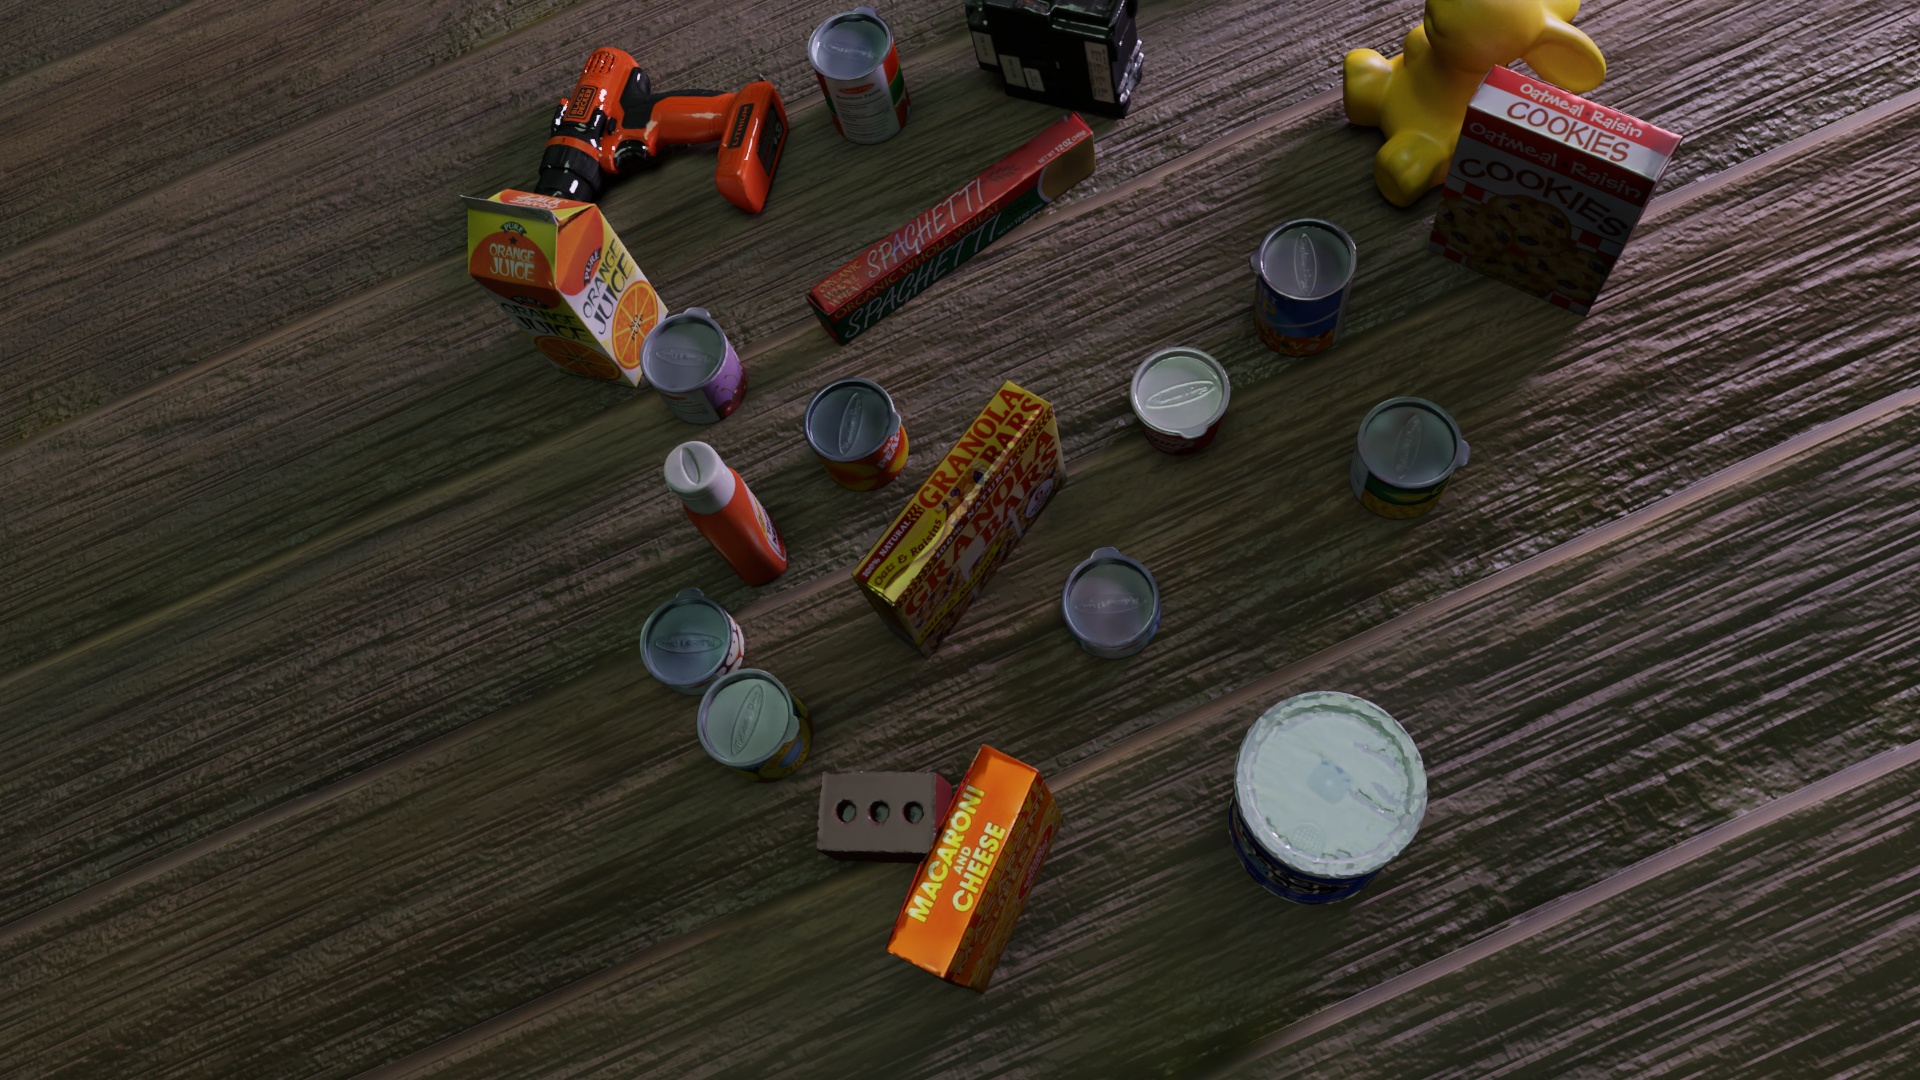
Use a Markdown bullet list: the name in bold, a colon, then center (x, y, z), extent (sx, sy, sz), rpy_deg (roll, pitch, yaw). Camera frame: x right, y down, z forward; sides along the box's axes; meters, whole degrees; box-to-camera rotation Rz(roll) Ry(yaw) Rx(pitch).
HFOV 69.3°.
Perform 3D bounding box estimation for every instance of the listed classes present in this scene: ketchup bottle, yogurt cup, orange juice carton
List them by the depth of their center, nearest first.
- **ketchup bottle**: center (-0.160, -0.020, 0.944), extent (0.043, 0.148, 0.065), rpy_deg (-26, 67, -1)
- **yogurt cup**: center (0.154, -0.094, 0.974), extent (0.072, 0.053, 0.072), rpy_deg (-3, 69, 8)
- **orange juice carton**: center (-0.288, -0.190, 1.008), extent (0.072, 0.192, 0.073), rpy_deg (13, 72, 14)

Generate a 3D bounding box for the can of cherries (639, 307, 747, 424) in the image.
- **can of cherries**: center (-0.198, -0.130, 1.042), extent (0.071, 0.058, 0.072), rpy_deg (-3, 69, 8)

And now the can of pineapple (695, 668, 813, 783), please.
- **can of pineapple**: center (-0.136, 0.126, 0.932), extent (0.071, 0.057, 0.071), rpy_deg (-3, 69, 8)

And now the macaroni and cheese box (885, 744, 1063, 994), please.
- **macaroni and cheese box**: center (0.012, 0.199, 0.821), extent (0.040, 0.166, 0.124), rpy_deg (22, 74, 16)

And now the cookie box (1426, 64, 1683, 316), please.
- **cookie box**: center (0.389, -0.230, 0.928), extent (0.123, 0.167, 0.040), rpy_deg (30, 77, 18)

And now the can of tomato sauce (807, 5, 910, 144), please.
- **can of tomato sauce**: center (-0.078, -0.368, 1.103), extent (0.071, 0.083, 0.071), rpy_deg (-3, 69, 8)

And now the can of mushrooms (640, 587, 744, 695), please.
- **can of mushrooms**: center (-0.187, 0.072, 0.975), extent (0.071, 0.033, 0.071), rpy_deg (-3, 69, 8)

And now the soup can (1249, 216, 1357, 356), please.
- **soup can**: center (0.238, -0.177, 0.977), extent (0.071, 0.083, 0.071), rpy_deg (-3, 69, 8)

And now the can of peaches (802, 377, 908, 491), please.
- **can of peaches**: center (-0.072, -0.075, 1.001), extent (0.071, 0.058, 0.071), rpy_deg (-3, 69, 8)

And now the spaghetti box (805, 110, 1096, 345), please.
- **spaghetti box**: center (-0.004, -0.237, 1.057), extent (0.250, 0.050, 0.029), rpy_deg (-36, 68, -6)

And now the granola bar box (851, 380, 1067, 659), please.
- **granola bar box**: center (0.003, -0.012, 0.928), extent (0.039, 0.124, 0.166), rpy_deg (34, 78, 19)

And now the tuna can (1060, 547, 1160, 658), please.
- **tuna can**: center (0.102, 0.043, 0.940), extent (0.071, 0.032, 0.071), rpy_deg (-3, 69, 8)

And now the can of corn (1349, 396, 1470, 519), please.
- **can of corn**: center (0.300, -0.054, 0.933), extent (0.071, 0.058, 0.071), rpy_deg (-3, 69, 8)
